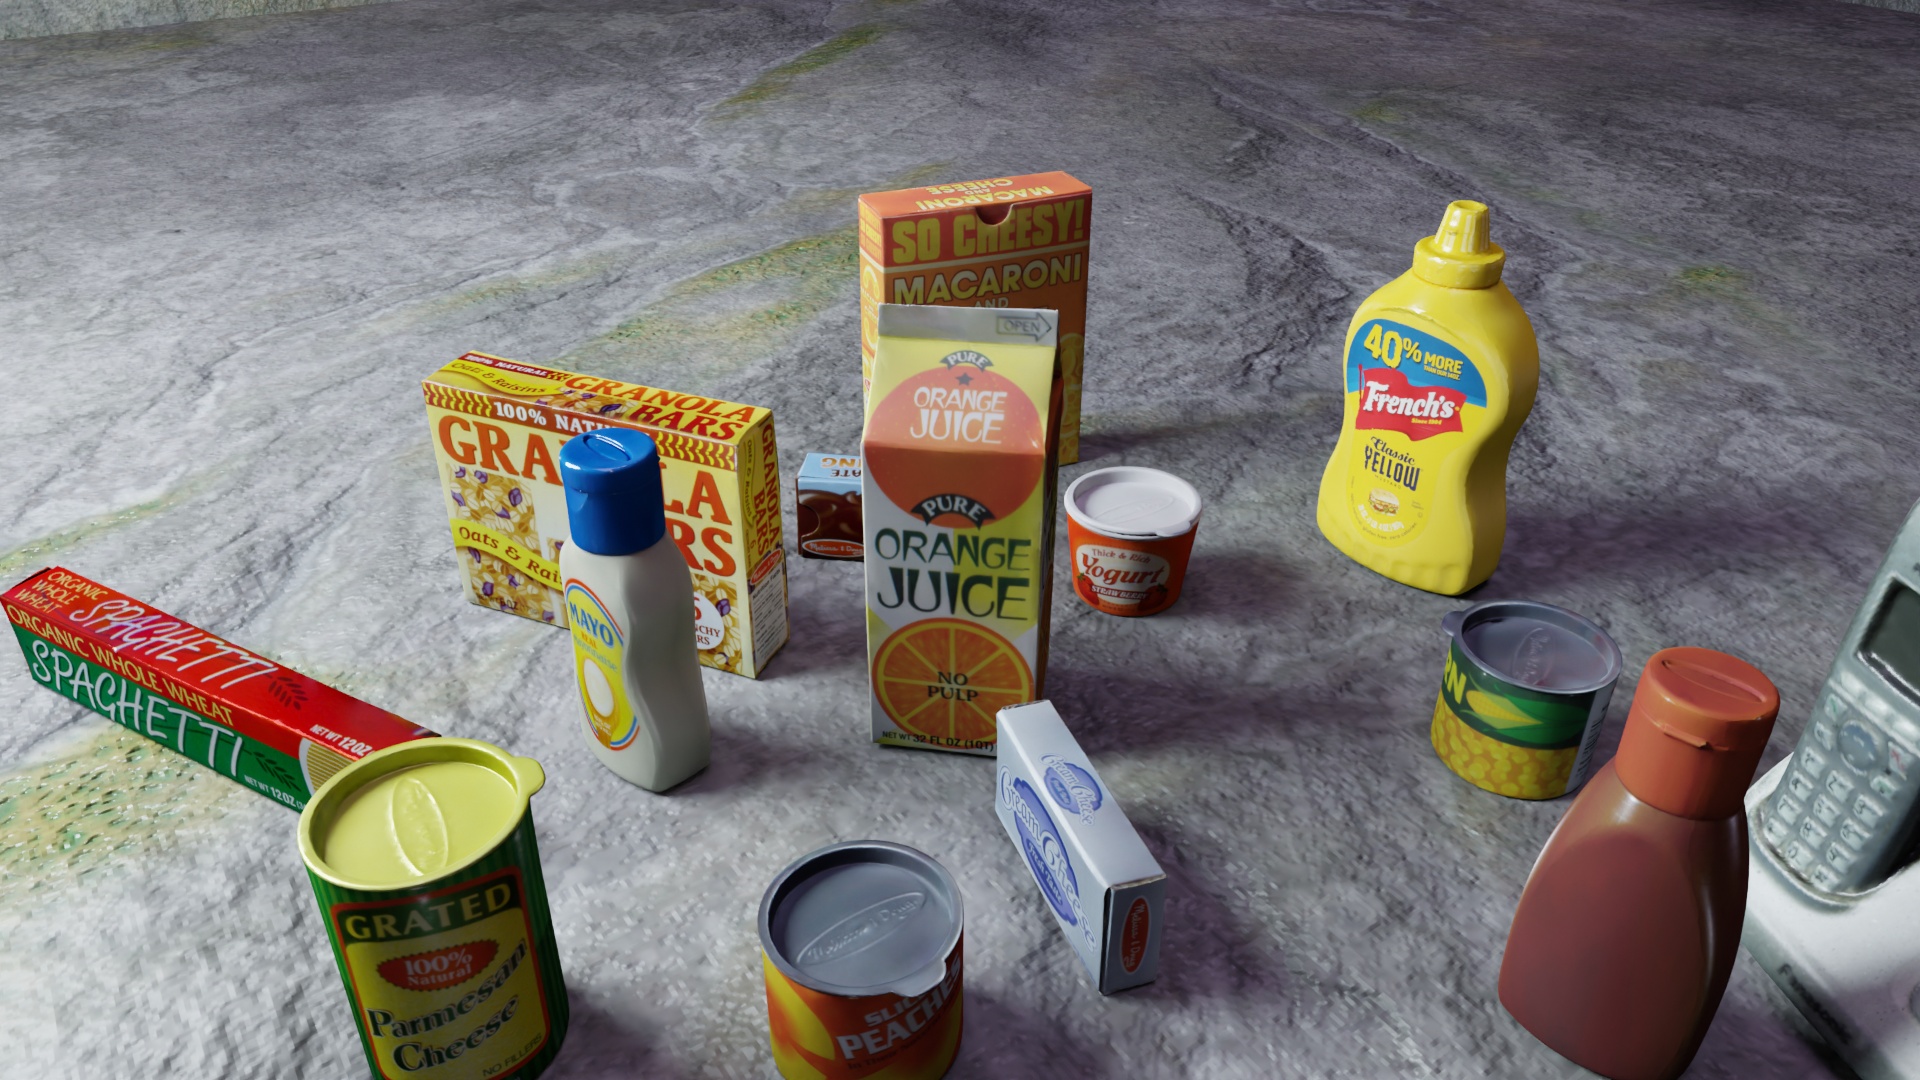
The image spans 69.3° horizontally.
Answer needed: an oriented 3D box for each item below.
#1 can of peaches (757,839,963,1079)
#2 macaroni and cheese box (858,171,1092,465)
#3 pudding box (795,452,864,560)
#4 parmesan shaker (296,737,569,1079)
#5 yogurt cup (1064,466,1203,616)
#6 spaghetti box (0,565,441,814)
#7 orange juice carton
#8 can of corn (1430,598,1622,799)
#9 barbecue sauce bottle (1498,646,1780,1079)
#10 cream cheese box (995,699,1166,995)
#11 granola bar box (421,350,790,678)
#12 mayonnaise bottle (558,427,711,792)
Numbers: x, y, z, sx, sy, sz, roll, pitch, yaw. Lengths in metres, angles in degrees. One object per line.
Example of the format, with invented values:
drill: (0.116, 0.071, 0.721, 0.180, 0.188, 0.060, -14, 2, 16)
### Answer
can of peaches: (-0.030, 0.144, 0.456, 0.071, 0.057, 0.071, 0, 31, 0)
macaroni and cheese box: (0.009, -0.113, 0.774, 0.124, 0.165, 0.040, -13, 34, -20)
pudding box: (-0.043, -0.016, 0.726, 0.084, 0.049, 0.030, 3, 31, 5)
parmesan shaker: (-0.162, 0.123, 0.445, 0.071, 0.102, 0.071, 0, 31, 0)
yogurt cup: (0.085, 0.001, 0.695, 0.072, 0.053, 0.073, 0, 31, 0)
spaghetti box: (-0.311, 0.069, 0.582, 0.250, 0.050, 0.029, 16, 35, 24)
orange juice carton: (0.002, -0.007, 0.576, 0.072, 0.191, 0.073, 5, 31, 7)
can of corn: (0.235, 0.066, 0.588, 0.071, 0.058, 0.071, 0, 31, 0)
barbecue sauce bottle: (0.217, 0.104, 0.440, 0.065, 0.147, 0.044, 25, 39, 34)
cream cheese box: (0.041, 0.111, 0.516, 0.024, 0.053, 0.104, -10, 33, -17)
granola bar box: (-0.163, -0.013, 0.648, 0.165, 0.123, 0.039, 12, 33, 19)
mayonnaise bottle: (-0.133, 0.028, 0.558, 0.065, 0.147, 0.041, 27, 40, 36)
